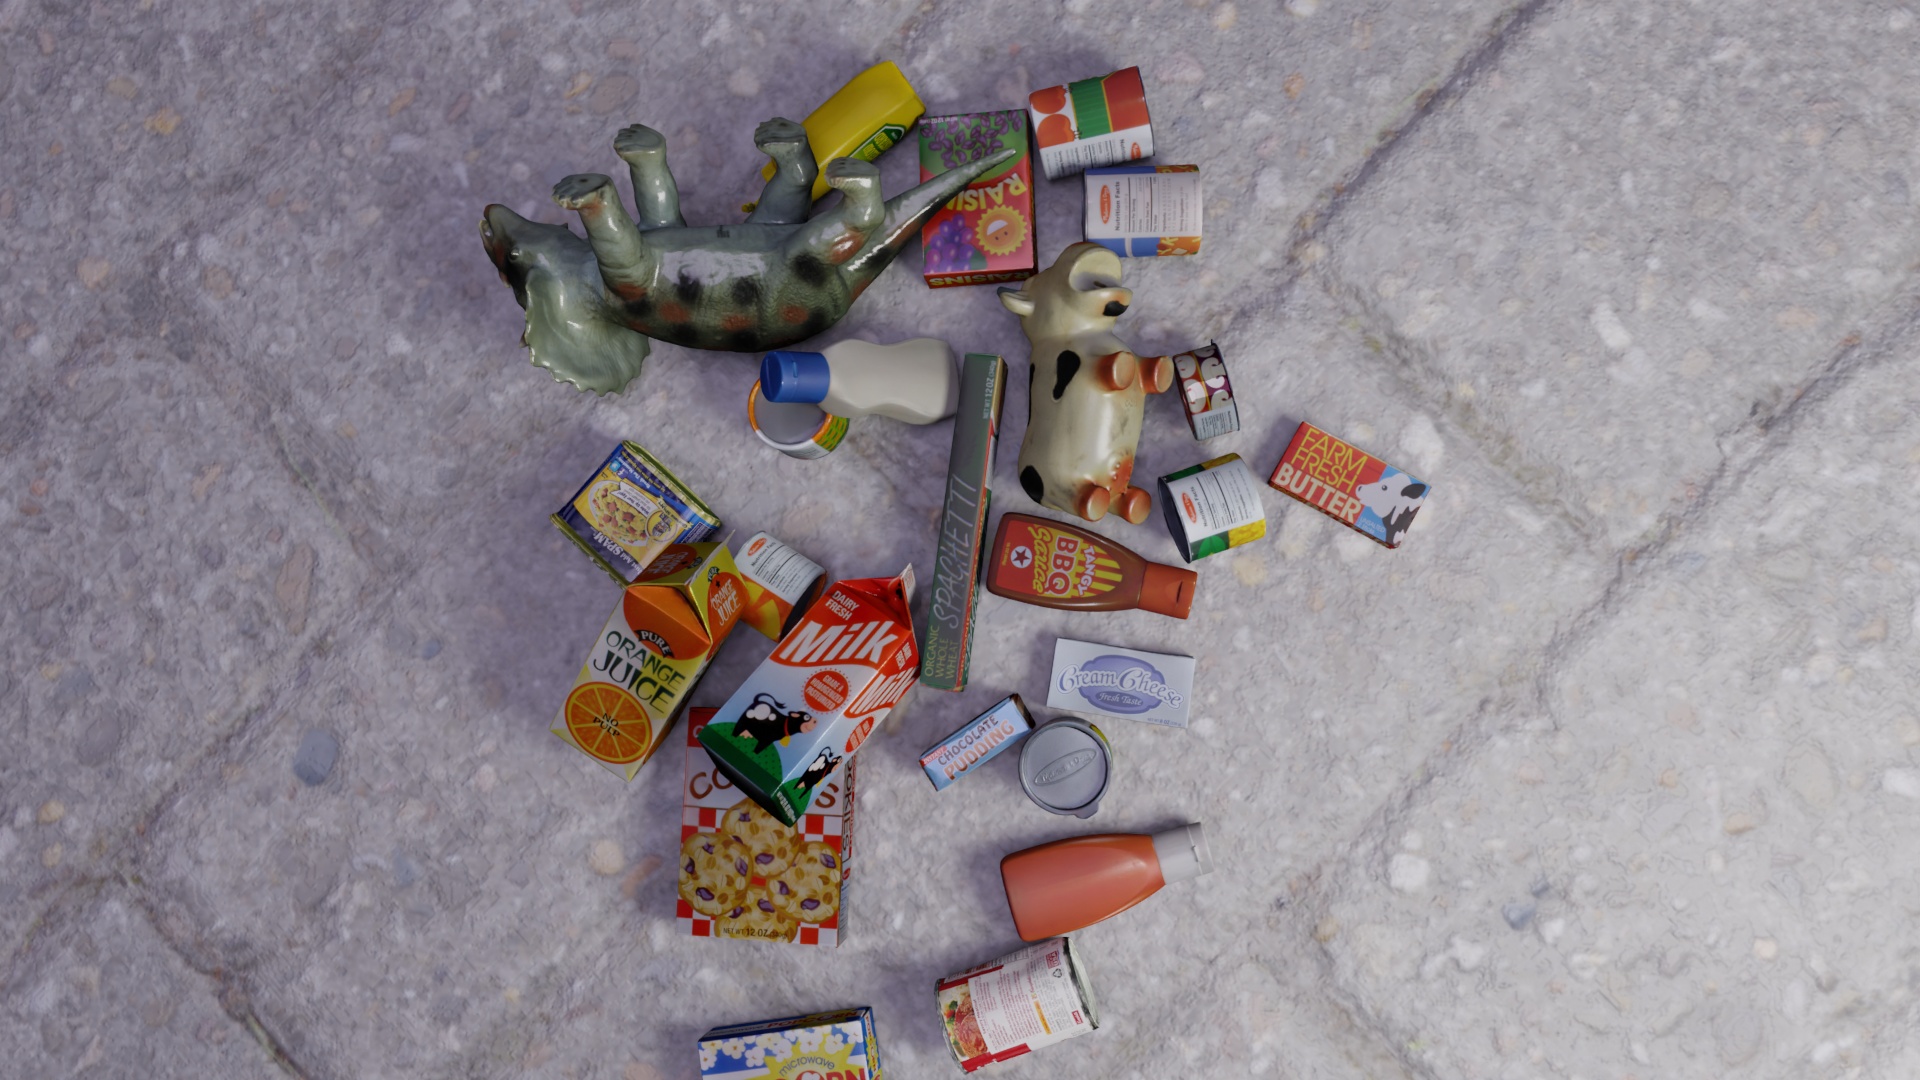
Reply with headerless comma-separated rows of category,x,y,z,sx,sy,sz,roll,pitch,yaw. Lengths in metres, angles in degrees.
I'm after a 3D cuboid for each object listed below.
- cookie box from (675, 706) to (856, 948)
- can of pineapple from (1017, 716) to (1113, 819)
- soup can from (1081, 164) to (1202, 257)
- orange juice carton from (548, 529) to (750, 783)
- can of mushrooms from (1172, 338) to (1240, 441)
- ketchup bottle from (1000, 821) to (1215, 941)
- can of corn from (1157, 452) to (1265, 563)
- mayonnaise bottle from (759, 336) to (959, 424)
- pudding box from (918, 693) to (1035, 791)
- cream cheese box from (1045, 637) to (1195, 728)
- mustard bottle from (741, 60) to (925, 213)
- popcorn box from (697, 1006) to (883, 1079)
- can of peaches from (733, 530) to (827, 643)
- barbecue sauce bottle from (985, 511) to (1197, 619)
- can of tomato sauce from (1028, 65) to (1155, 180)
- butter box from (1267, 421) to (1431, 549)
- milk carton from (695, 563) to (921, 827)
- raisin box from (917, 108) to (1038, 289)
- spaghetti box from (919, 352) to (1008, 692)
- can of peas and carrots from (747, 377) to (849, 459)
cookie box,-0.143,0.210,1.034,0.123,0.040,0.167,2,86,7
can of pineapple,0.077,0.163,1.001,0.071,0.058,0.071,0,86,8
soup can,0.132,-0.241,1.020,0.084,0.071,0.071,-1,86,3
orange juice carton,-0.214,0.075,0.994,0.073,0.072,0.191,34,118,-1
can of mushrooms,0.177,-0.109,1.005,0.033,0.071,0.071,-16,84,7
ketchup bottle,0.107,0.240,0.999,0.149,0.043,0.065,-17,85,6
can of corn,0.180,-0.023,0.998,0.058,0.071,0.071,-19,84,0
mayonnaise bottle,-0.071,-0.117,1.006,0.148,0.041,0.065,-3,80,-34
pudding box,0.013,0.146,1.014,0.083,0.049,0.030,-34,84,4
cream cheese box,0.117,0.104,1.017,0.104,0.024,0.053,8,86,7
mustard bottle,-0.101,-0.297,1.057,0.160,0.065,0.049,-37,84,10
popcorn box,-0.123,0.397,1.019,0.127,0.038,0.085,-10,84,6
can of peaches,-0.141,0.036,1.035,0.058,0.071,0.071,31,90,8
barbecue sauce bottle,0.097,0.024,1.016,0.148,0.043,0.065,13,87,8
can of tomato sauce,0.097,-0.310,1.029,0.083,0.071,0.071,-12,85,7
butter box,0.281,-0.040,1.007,0.103,0.024,0.053,28,89,8
milk carton,-0.091,0.101,0.989,0.073,0.072,0.191,33,68,21
raisin box,0.013,-0.257,1.049,0.086,0.040,0.123,-3,84,7
spaghetti box,0.004,-0.013,1.027,0.029,0.050,0.250,7,87,10
can of peas and carrots,-0.121,-0.099,1.045,0.071,0.058,0.071,0,86,7
